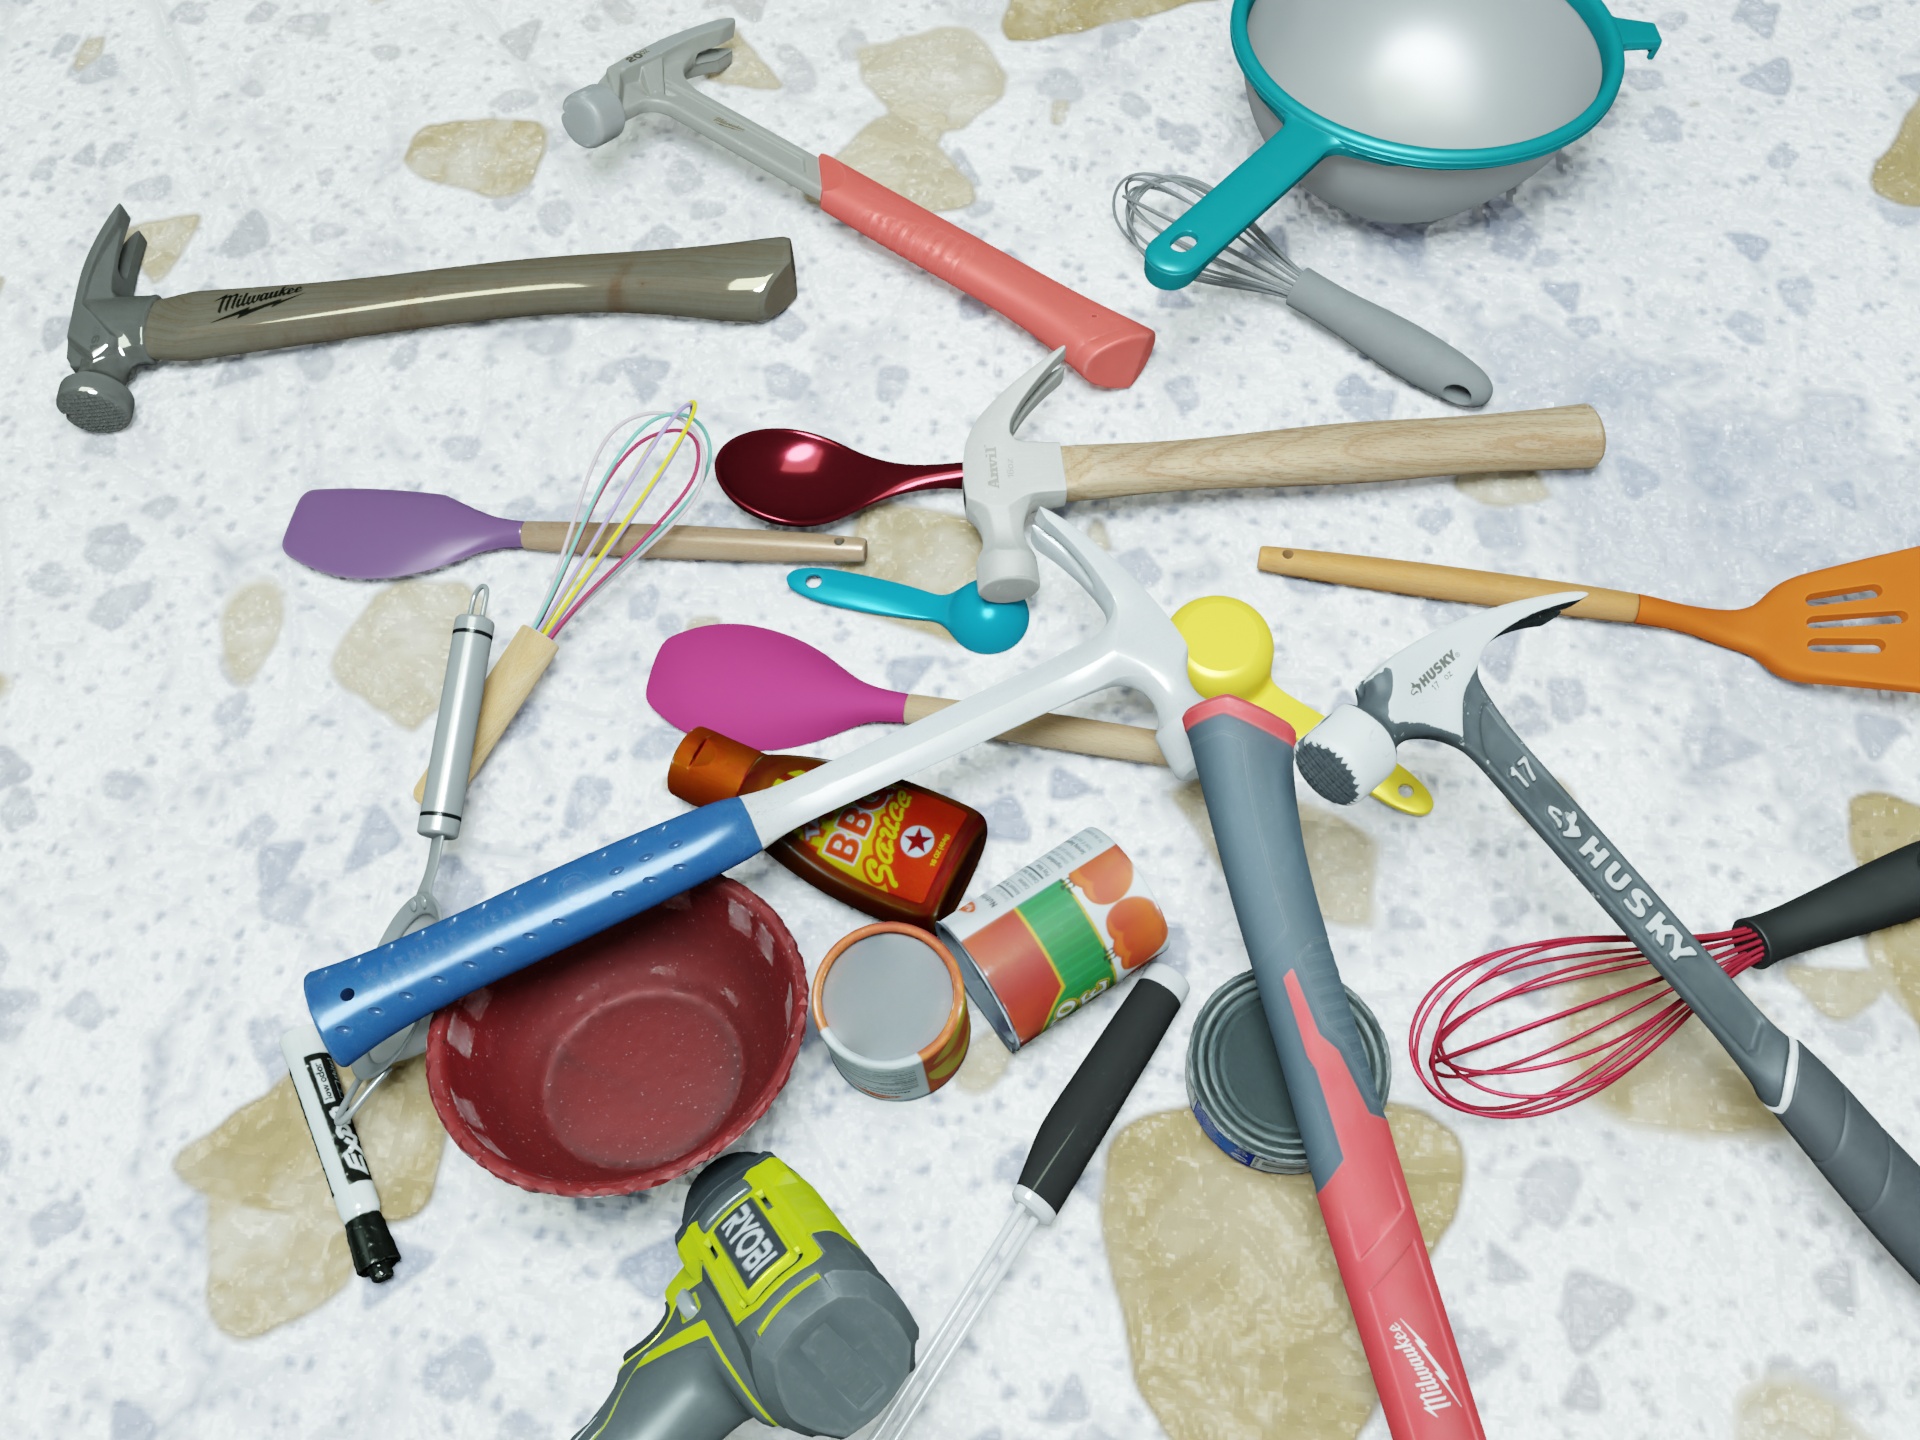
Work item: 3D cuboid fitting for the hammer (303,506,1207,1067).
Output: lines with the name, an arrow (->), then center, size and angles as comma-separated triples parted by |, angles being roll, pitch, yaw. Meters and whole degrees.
hammer -> -0.084, 0.035, 0.697 | 0.405, 0.035, 0.144 | -25, 72, -13

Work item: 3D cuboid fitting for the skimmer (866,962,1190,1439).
skimmer -> 0.019, 0.249, 0.616 | 0.090, 0.127, 0.363 | 8, 52, 44

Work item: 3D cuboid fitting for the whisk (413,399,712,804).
whisk -> -0.199, -0.060, 0.800 | 0.047, 0.051, 0.245 | 24, 77, 35

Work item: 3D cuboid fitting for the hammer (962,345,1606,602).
hammer -> 0.165, -0.137, 0.815 | 0.331, 0.031, 0.130 | -5, 69, -4

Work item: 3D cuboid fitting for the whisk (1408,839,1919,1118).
whisk -> 0.328, 0.103, 0.693 | 0.296, 0.073, 0.073 | -17, 64, -12

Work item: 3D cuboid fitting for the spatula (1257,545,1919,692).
spatula -> 0.310, -0.064, 0.783 | 0.322, 0.041, 0.081 | 9, 65, 8

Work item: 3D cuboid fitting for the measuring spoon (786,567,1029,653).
measuring spoon -> -0.028, -0.065, 0.812 | 0.128, 0.021, 0.042 | 11, 65, 7

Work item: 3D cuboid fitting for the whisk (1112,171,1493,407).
whisk -> 0.185, -0.235, 0.875 | 0.239, 0.055, 0.055 | 34, 70, 13

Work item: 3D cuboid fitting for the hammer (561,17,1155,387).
hammer -> -0.044, -0.295, 0.909 | 0.359, 0.036, 0.149 | 32, 50, 13

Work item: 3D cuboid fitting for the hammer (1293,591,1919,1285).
hammer -> 0.316, 0.122, 0.637 | 0.149, 0.036, 0.409 | -38, 83, -23

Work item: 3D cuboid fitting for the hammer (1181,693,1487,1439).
hammer -> 0.142, 0.177, 0.636 | 0.143, 0.038, 0.386 | -14, 75, -3

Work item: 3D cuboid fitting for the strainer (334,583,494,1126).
strainer -> -0.240, 0.057, 0.736 | 0.050, 0.087, 0.259 | 18, 69, -37

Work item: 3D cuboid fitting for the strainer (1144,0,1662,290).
strainer -> 0.209, -0.308, 0.870 | 0.211, 0.095, 0.340 | 37, 66, 20

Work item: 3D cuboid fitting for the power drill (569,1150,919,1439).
power drill -> -0.131, 0.263, 0.595 | 0.223, 0.171, 0.080 | -41, 109, -13

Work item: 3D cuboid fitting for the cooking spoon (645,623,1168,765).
cooking spoon -> -0.001, -0.002, 0.782 | 0.319, 0.017, 0.069 | 9, 65, 8

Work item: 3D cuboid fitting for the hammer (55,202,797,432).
hammer -> -0.300, -0.250, 0.913 | 0.410, 0.038, 0.146 | -5, 62, 0

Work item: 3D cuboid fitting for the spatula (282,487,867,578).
spatula -> -0.206, -0.095, 0.840 | 0.316, 0.018, 0.060 | 3, 60, 6

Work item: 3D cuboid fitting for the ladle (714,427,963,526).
ladle -> 0.030, -0.133, 0.841 | 0.315, 0.031, 0.069 | -3, 55, 0

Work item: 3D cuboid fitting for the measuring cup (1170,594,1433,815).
measuring cup -> 0.163, -0.007, 0.768 | 0.157, 0.029, 0.062 | 37, 71, 21
